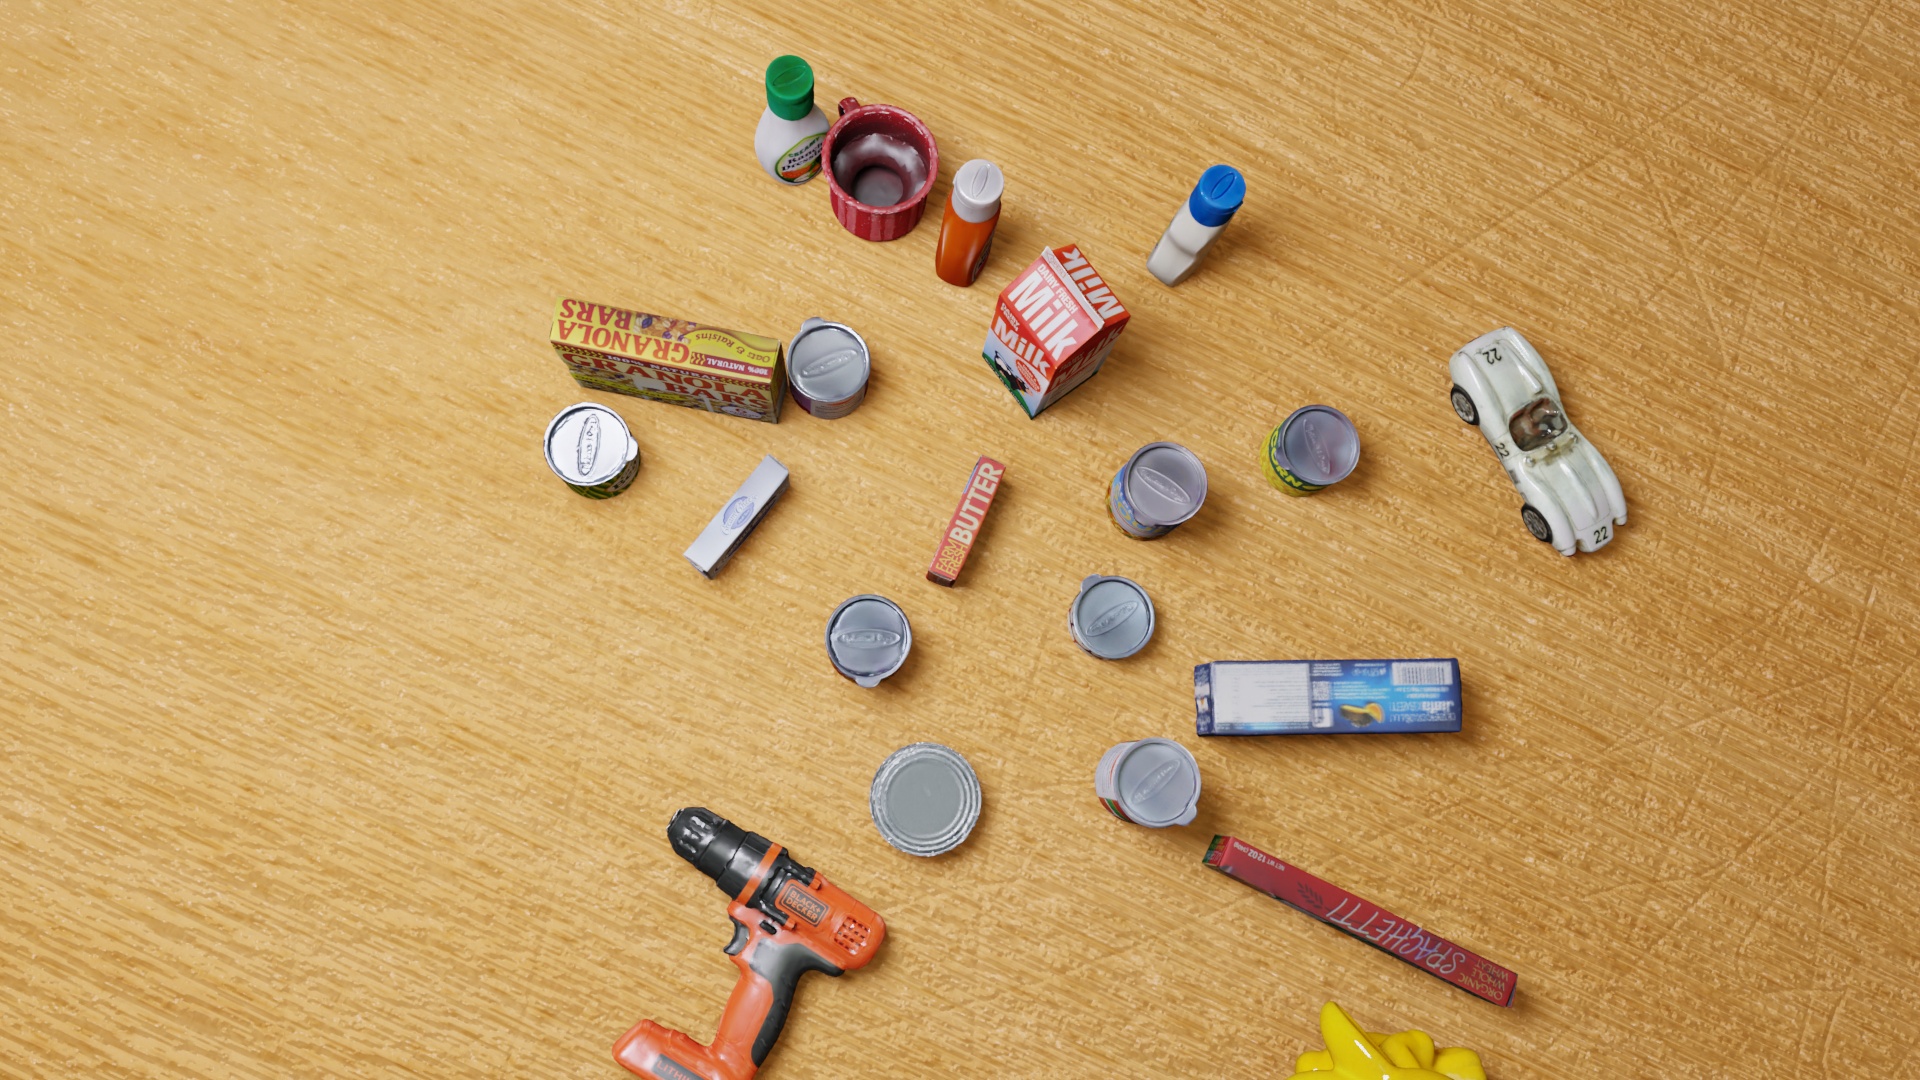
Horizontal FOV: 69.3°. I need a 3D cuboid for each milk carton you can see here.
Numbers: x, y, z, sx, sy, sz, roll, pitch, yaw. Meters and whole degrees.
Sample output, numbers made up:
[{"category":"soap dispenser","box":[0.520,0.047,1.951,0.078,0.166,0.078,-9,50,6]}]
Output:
[{"category":"milk carton","box":[0.073,-0.163,1.068,0.073,0.190,0.072,-36,85,-9]}]

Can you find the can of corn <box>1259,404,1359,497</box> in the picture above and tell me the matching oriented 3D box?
[{"category":"can of corn","box":[0.282,-0.071,1.137,0.071,0.058,0.071,1,80,-5]}]

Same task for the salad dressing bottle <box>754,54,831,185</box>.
[{"category":"salad dressing bottle","box":[-0.134,-0.333,1.102,0.064,0.147,0.044,-31,84,-9]}]

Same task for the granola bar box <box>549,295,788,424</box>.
[{"category":"granola bar box","box":[-0.220,-0.136,1.071,0.166,0.124,0.039,11,80,-3]}]

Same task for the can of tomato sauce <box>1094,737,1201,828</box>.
[{"category":"can of tomato sauce","box":[0.144,0.187,1.066,0.071,0.083,0.071,1,80,-5]}]

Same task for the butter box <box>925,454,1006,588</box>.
[{"category":"butter box","box":[0.004,-0.014,1.105,0.024,0.053,0.103,24,79,0]}]

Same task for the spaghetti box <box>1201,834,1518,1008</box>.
[{"category":"spaghetti box","box":[0.309,0.294,1.078,0.250,0.050,0.029,26,79,0]}]

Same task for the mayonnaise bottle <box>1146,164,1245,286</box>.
[{"category":"mayonnaise bottle","box":[0.192,-0.255,1.116,0.041,0.148,0.065,40,80,3]}]

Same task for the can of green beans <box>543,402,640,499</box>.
[{"category":"can of green beans","box":[-0.287,-0.069,1.087,0.071,0.057,0.071,1,80,-5]}]

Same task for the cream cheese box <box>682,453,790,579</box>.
[{"category":"cream cheese box","box":[-0.174,-0.017,1.090,0.024,0.053,0.104,38,79,2]}]

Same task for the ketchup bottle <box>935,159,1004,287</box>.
[{"category":"ketchup bottle","box":[0.008,-0.254,1.099,0.043,0.148,0.065,20,79,-1]}]

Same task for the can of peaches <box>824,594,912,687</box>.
[{"category":"can of peaches","box":[-0.072,0.080,1.079,0.071,0.058,0.071,1,80,-5]}]

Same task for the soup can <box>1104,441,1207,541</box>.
[{"category":"soup can","box":[0.152,-0.035,1.106,0.071,0.083,0.071,1,80,-5]}]

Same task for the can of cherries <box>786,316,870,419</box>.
[{"category":"can of cherries","box":[-0.106,-0.138,1.115,0.071,0.058,0.071,1,80,-5]}]

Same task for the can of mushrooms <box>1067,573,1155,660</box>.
[{"category":"can of mushrooms","box":[0.119,0.061,1.112,0.071,0.033,0.071,1,80,-5]}]
